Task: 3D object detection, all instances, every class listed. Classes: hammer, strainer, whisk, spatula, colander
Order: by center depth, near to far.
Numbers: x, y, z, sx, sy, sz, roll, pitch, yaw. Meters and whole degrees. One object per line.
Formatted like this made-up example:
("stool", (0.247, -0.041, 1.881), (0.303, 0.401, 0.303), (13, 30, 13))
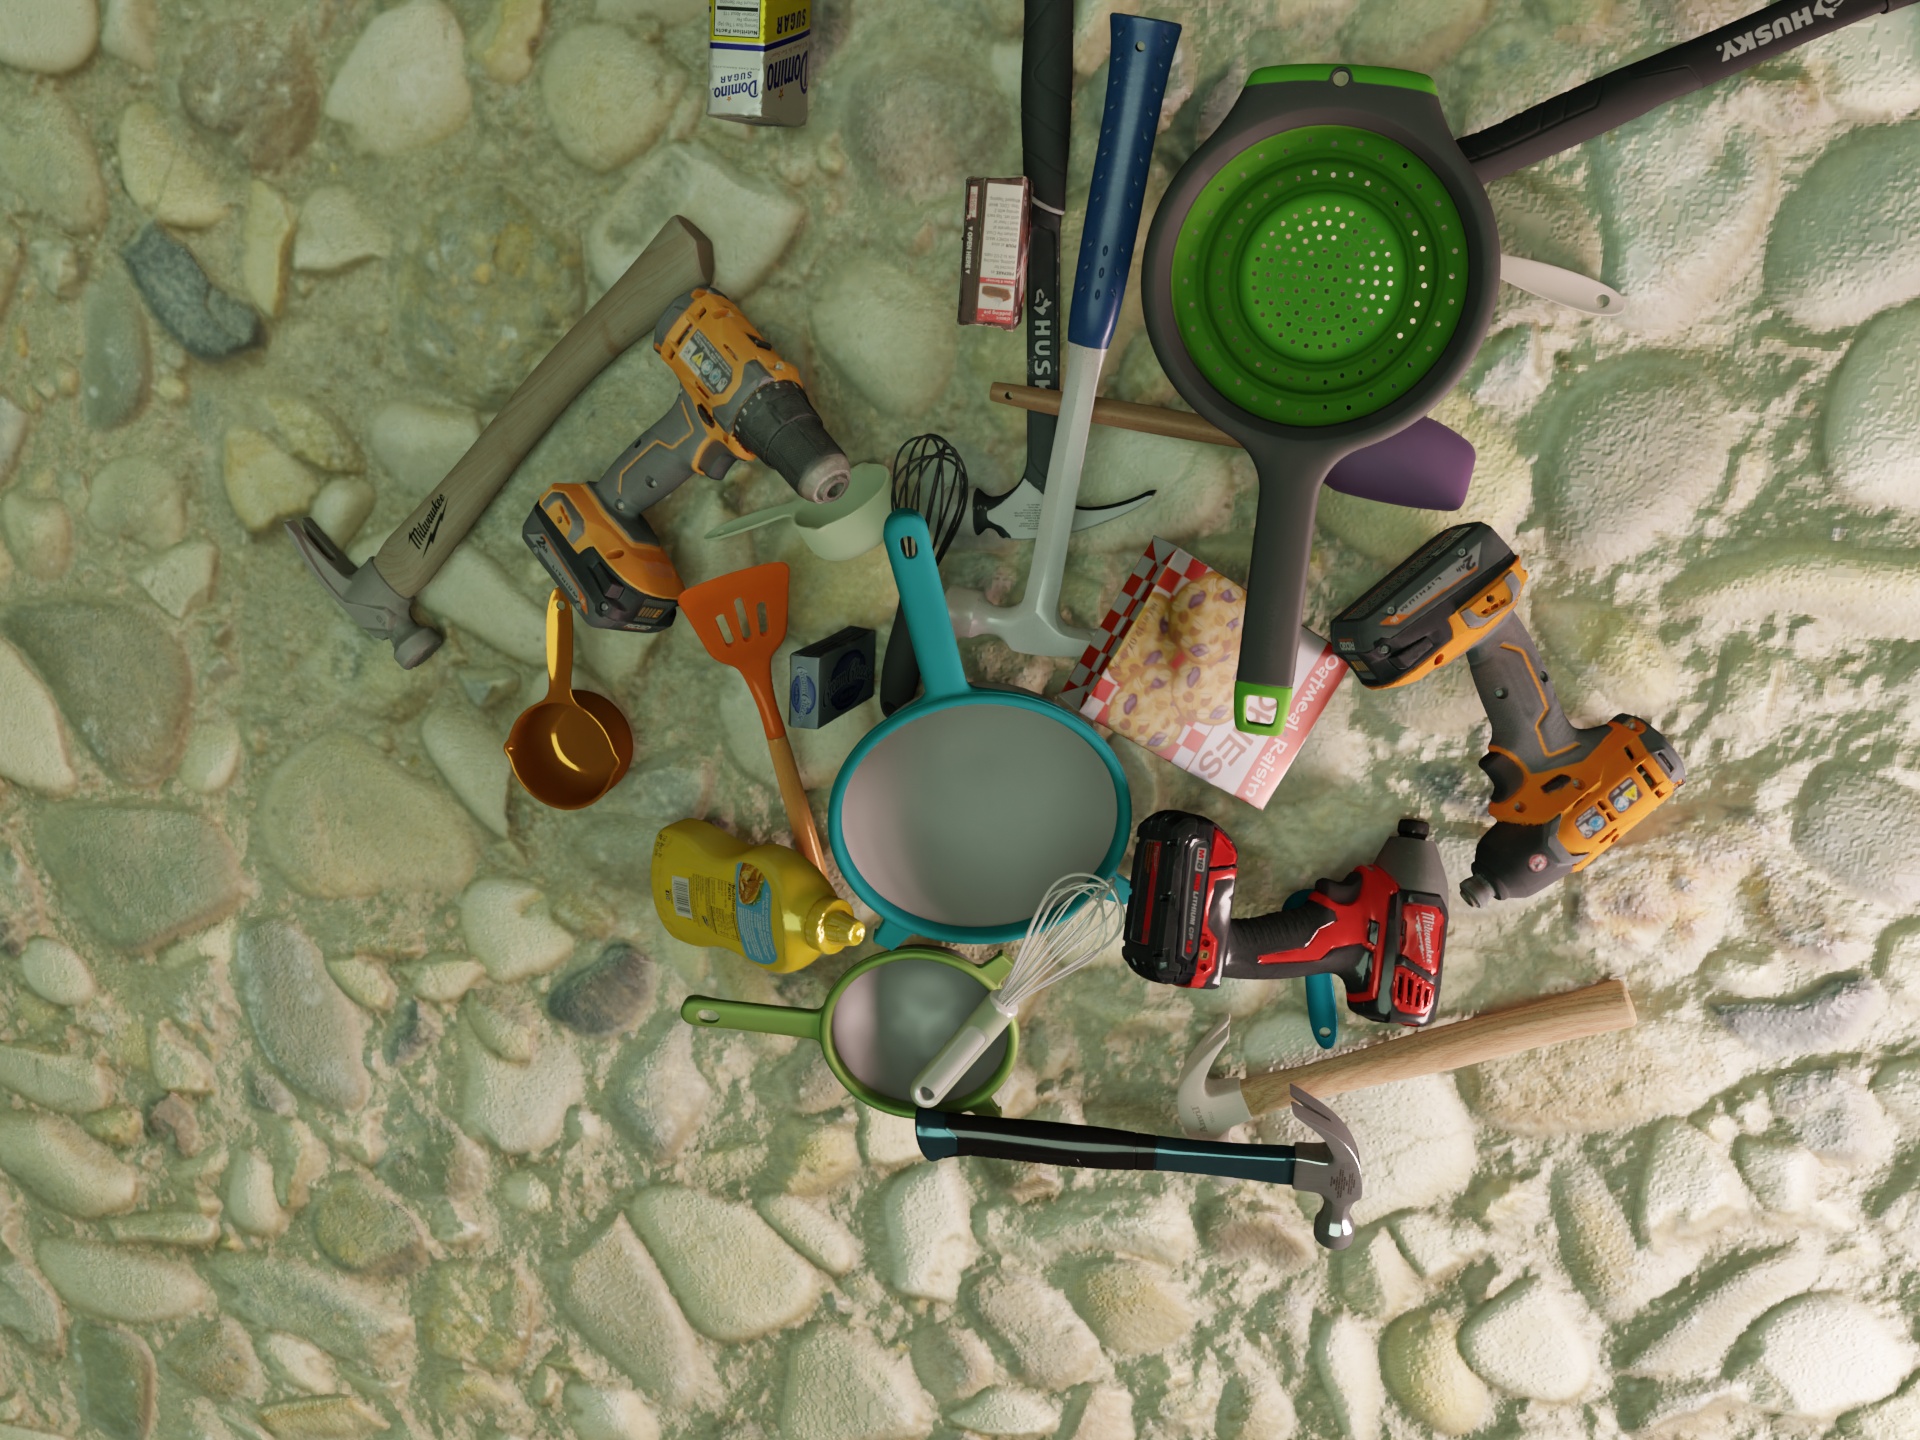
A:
("hammer", (0.422, -0.378, 0.949), (0.335, 0.035, 0.146), (-20, 100, 18))
("colander", (0.211, -0.190, 0.986), (0.204, 0.094, 0.397), (8, 107, 13))
("hammer", (0.085, -0.227, 1.012), (0.144, 0.035, 0.405), (14, 116, 9))
("spatula", (0.173, -0.190, 1.037), (0.316, 0.018, 0.059), (11, 108, 9))
("hammer", (0.060, -0.322, 1.051), (0.149, 0.036, 0.408), (3, 107, 11))
("strainer", (-0.002, -0.004, 1.102), (0.211, 0.095, 0.340), (-12, 119, 5))
("whisk", (-0.033, -0.094, 1.109), (0.055, 0.055, 0.238), (18, 128, 8))
("whisk", (0.036, 0.197, 1.136), (0.058, 0.059, 0.246), (38, 116, 1))
("hammer", (0.317, 0.245, 1.156), (0.331, 0.031, 0.130), (-19, 109, 16))
("hammer", (-0.336, -0.220, 1.175), (0.410, 0.038, 0.146), (-42, 92, 20))
("spatula", (-0.129, 0.036, 1.176), (0.081, 0.041, 0.322), (-18, 114, -11))
("hammer", (0.130, 0.321, 1.179), (0.331, 0.033, 0.128), (4, 116, 6))
("strainer", (-0.081, 0.220, 1.217), (0.256, 0.069, 0.151), (5, 113, 4))

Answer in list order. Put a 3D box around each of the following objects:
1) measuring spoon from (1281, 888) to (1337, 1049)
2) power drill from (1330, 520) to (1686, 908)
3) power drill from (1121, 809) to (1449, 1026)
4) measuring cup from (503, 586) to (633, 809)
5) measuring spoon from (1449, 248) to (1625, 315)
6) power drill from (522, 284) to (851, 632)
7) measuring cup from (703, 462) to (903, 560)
("measuring spoon", (0.261, 0.186, 1.161), (0.042, 0.021, 0.128), (-6, 105, 15))
("power drill", (0.344, 0.003, 1.035), (0.164, 0.084, 0.226), (-39, 96, -3))
("power drill", (0.231, 0.127, 1.092), (0.219, 0.078, 0.143), (9, 86, -12))
("measuring cup", (-0.295, -0.021, 1.216), (0.095, 0.052, 0.173), (6, 106, 11))
("measuring spoon", (0.360, -0.281, 1.006), (0.124, 0.018, 0.034), (19, 110, 0))
("power drill", (-0.187, -0.161, 1.109), (0.226, 0.084, 0.185), (-49, 67, 19))
("measuring cup", (-0.113, -0.137, 1.139), (0.167, 0.083, 0.038), (-10, 126, 33))
